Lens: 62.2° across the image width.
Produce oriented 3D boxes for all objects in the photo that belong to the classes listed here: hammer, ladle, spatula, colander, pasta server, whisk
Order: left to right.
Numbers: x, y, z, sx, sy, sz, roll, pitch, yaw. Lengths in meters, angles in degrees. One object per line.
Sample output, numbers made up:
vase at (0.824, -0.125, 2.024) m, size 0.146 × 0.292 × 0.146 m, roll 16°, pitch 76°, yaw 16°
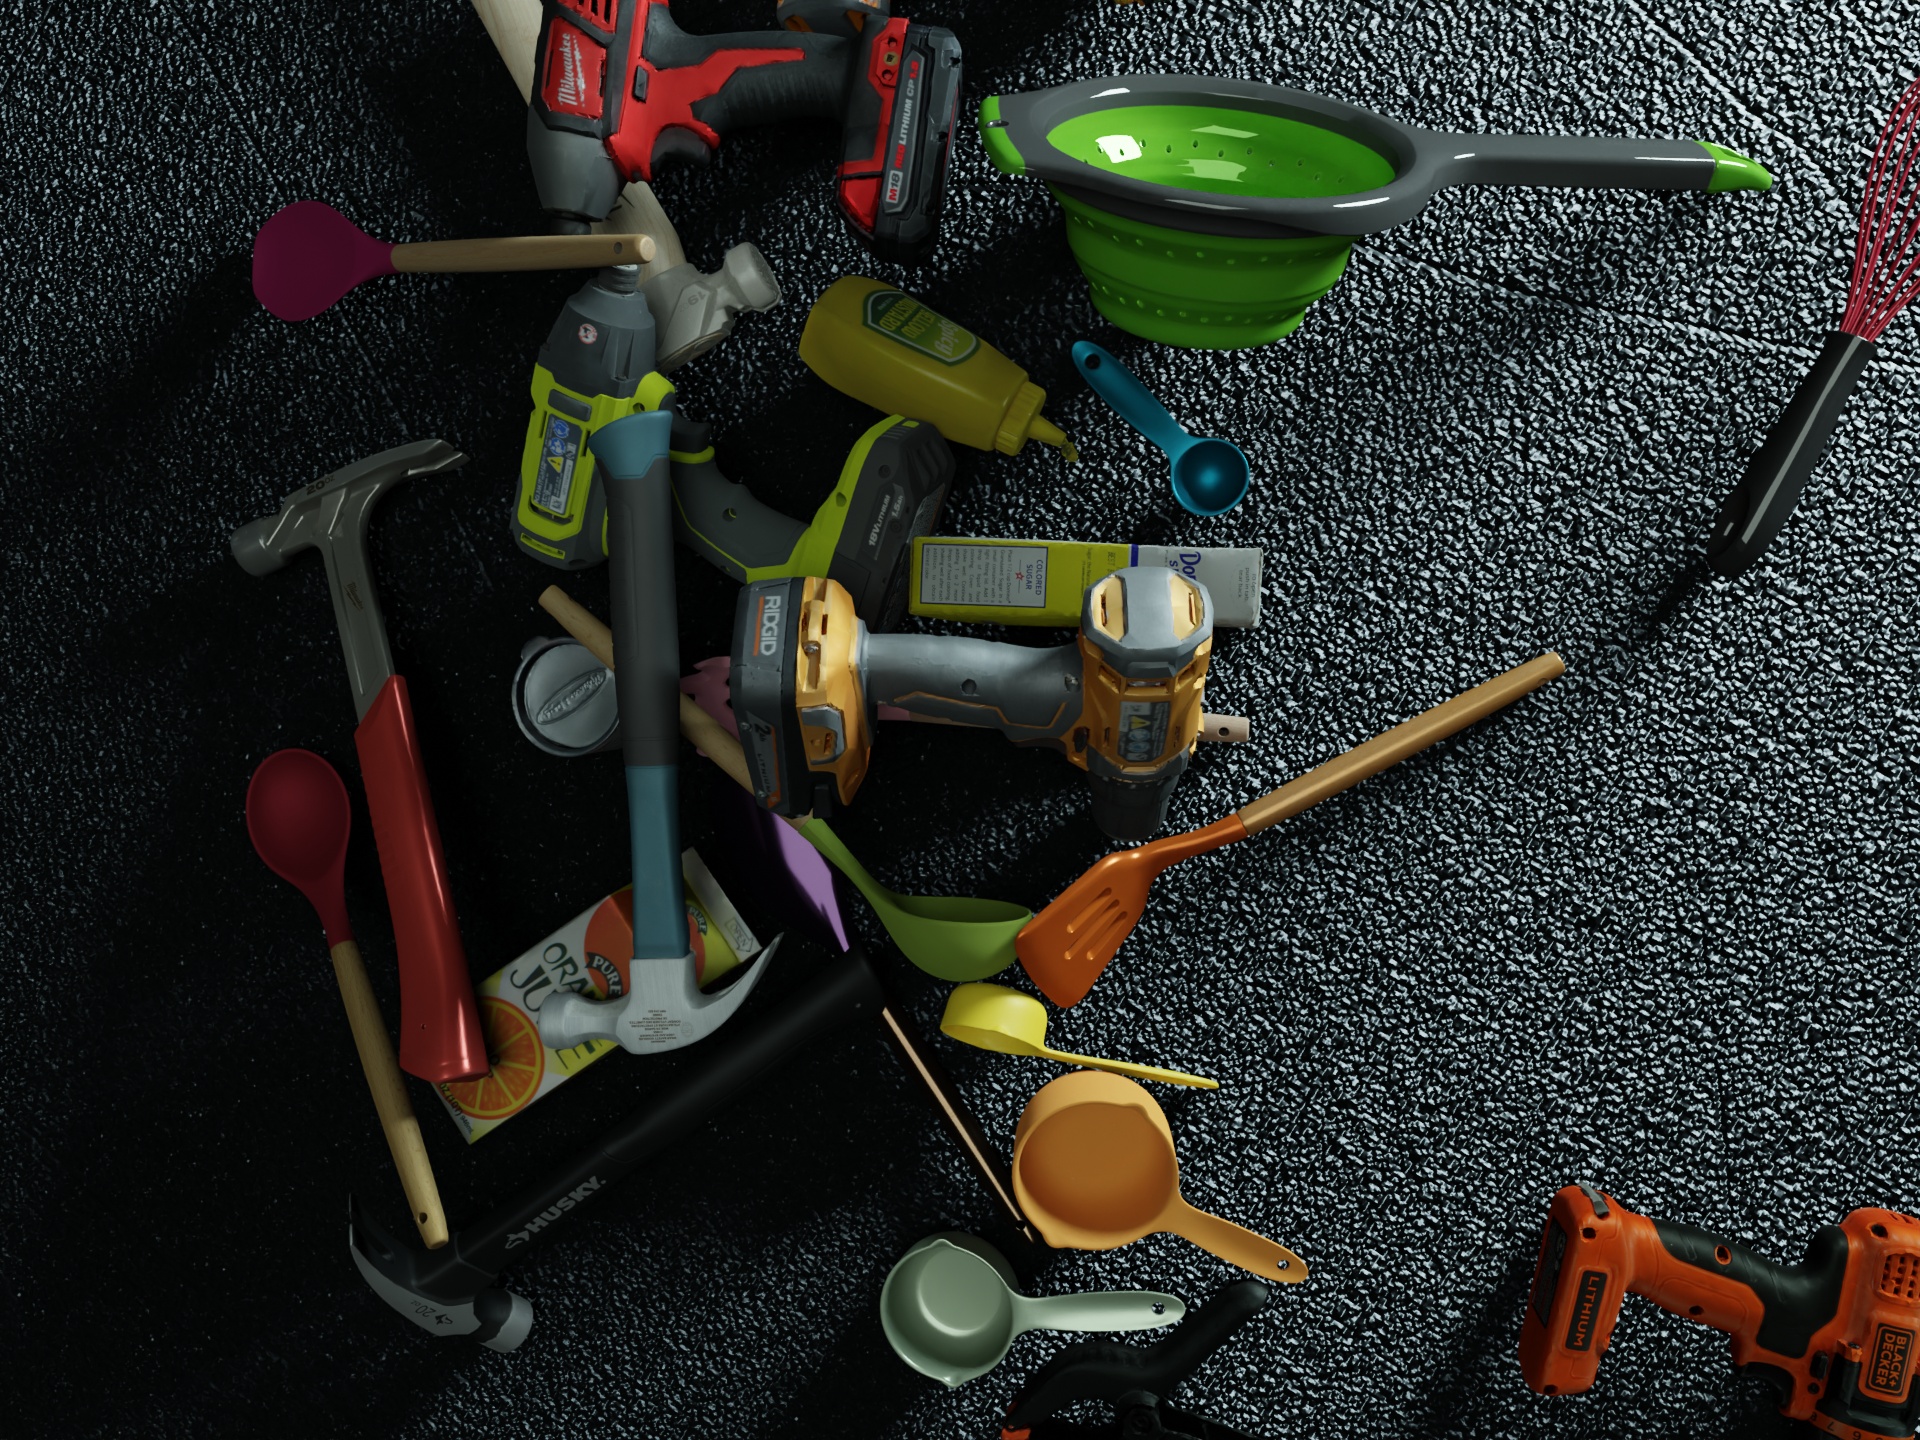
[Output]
ladle at (-0.337, 0.147, 0.887) m, size 0.069 × 0.031 × 0.316 m, roll -35°, pitch 62°, yaw 9°
hammer at (-0.309, 0.023, 0.887) m, size 0.149 × 0.036 × 0.359 m, roll -21°, pitch 74°, yaw 11°
hammer at (-0.254, -0.383, 0.904) m, size 0.146 × 0.038 × 0.411 m, roll -27°, pitch 87°, yaw 11°
hammer at (-0.181, 0.228, 0.878) m, size 0.335 × 0.035 × 0.146 m, roll -36°, pitch 130°, yaw 6°
hammer at (-0.161, 0.009, 0.819) m, size 0.128 × 0.033 × 0.331 m, roll -1°, pitch 97°, yaw 7°
ladle at (-0.095, 0.028, 0.856) m, size 0.320 × 0.078 × 0.062 m, roll 41°, pitch 93°, yaw -1°
spatula at (-0.047, 0.160, 0.898) m, size 0.060 × 0.018 × 0.316 m, roll -35°, pitch 85°, yaw 12°
pasta server at (-0.001, -0.003, 0.875) m, size 0.316 × 0.040 × 0.060 m, roll 4°, pitch 110°, yaw 8°
spatula at (0.175, 0.051, 0.843) m, size 0.322 × 0.080 × 0.041 m, roll -28°, pitch 45°, yaw 6°
colander at (0.205, -0.248, 0.802) m, size 0.397 × 0.205 × 0.094 m, roll 0°, pitch 127°, yaw -6°
whisk at (0.450, -0.205, 0.784) m, size 0.073 × 0.073 × 0.296 m, roll 27°, pitch 101°, yaw 7°

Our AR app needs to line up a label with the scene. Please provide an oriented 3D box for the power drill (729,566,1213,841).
power drill at (0.009, 0.002, 0.802) m, size 0.226 × 0.185 × 0.084 m, roll -1°, pitch 54°, yaw 2°

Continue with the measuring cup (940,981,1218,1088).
measuring cup at (0.067, 0.173, 0.871) m, size 0.156 × 0.062 × 0.029 m, roll 13°, pitch 69°, yaw -3°

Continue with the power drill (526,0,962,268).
power drill at (-0.115, -0.307, 0.828) m, size 0.219 × 0.078 × 0.143 m, roll 10°, pitch 97°, yaw 0°

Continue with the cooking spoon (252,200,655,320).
cooking spoon at (-0.288, -0.253, 0.870) m, size 0.319 × 0.017 × 0.069 m, roll 9°, pitch 96°, yaw 32°

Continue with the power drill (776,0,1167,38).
power drill at (0.012, -0.453, 0.835) m, size 0.226 × 0.084 × 0.164 m, roll 1°, pitch 93°, yaw 14°

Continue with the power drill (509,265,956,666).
power drill at (-0.125, -0.134, 0.850) m, size 0.223 × 0.080 × 0.171 m, roll 24°, pitch 119°, yaw 7°

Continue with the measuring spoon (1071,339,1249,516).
measuring spoon at (0.107, -0.160, 0.865) m, size 0.042 × 0.021 × 0.129 m, roll -44°, pitch 76°, yaw 9°

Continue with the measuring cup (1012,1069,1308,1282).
measuring cup at (0.109, 0.253, 0.863) m, size 0.173 × 0.052 × 0.095 m, roll 27°, pitch 103°, yaw -6°

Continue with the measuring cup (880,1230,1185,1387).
measuring cup at (0.040, 0.320, 0.878) m, size 0.167 × 0.038 × 0.083 m, roll -5°, pitch 92°, yaw 11°
